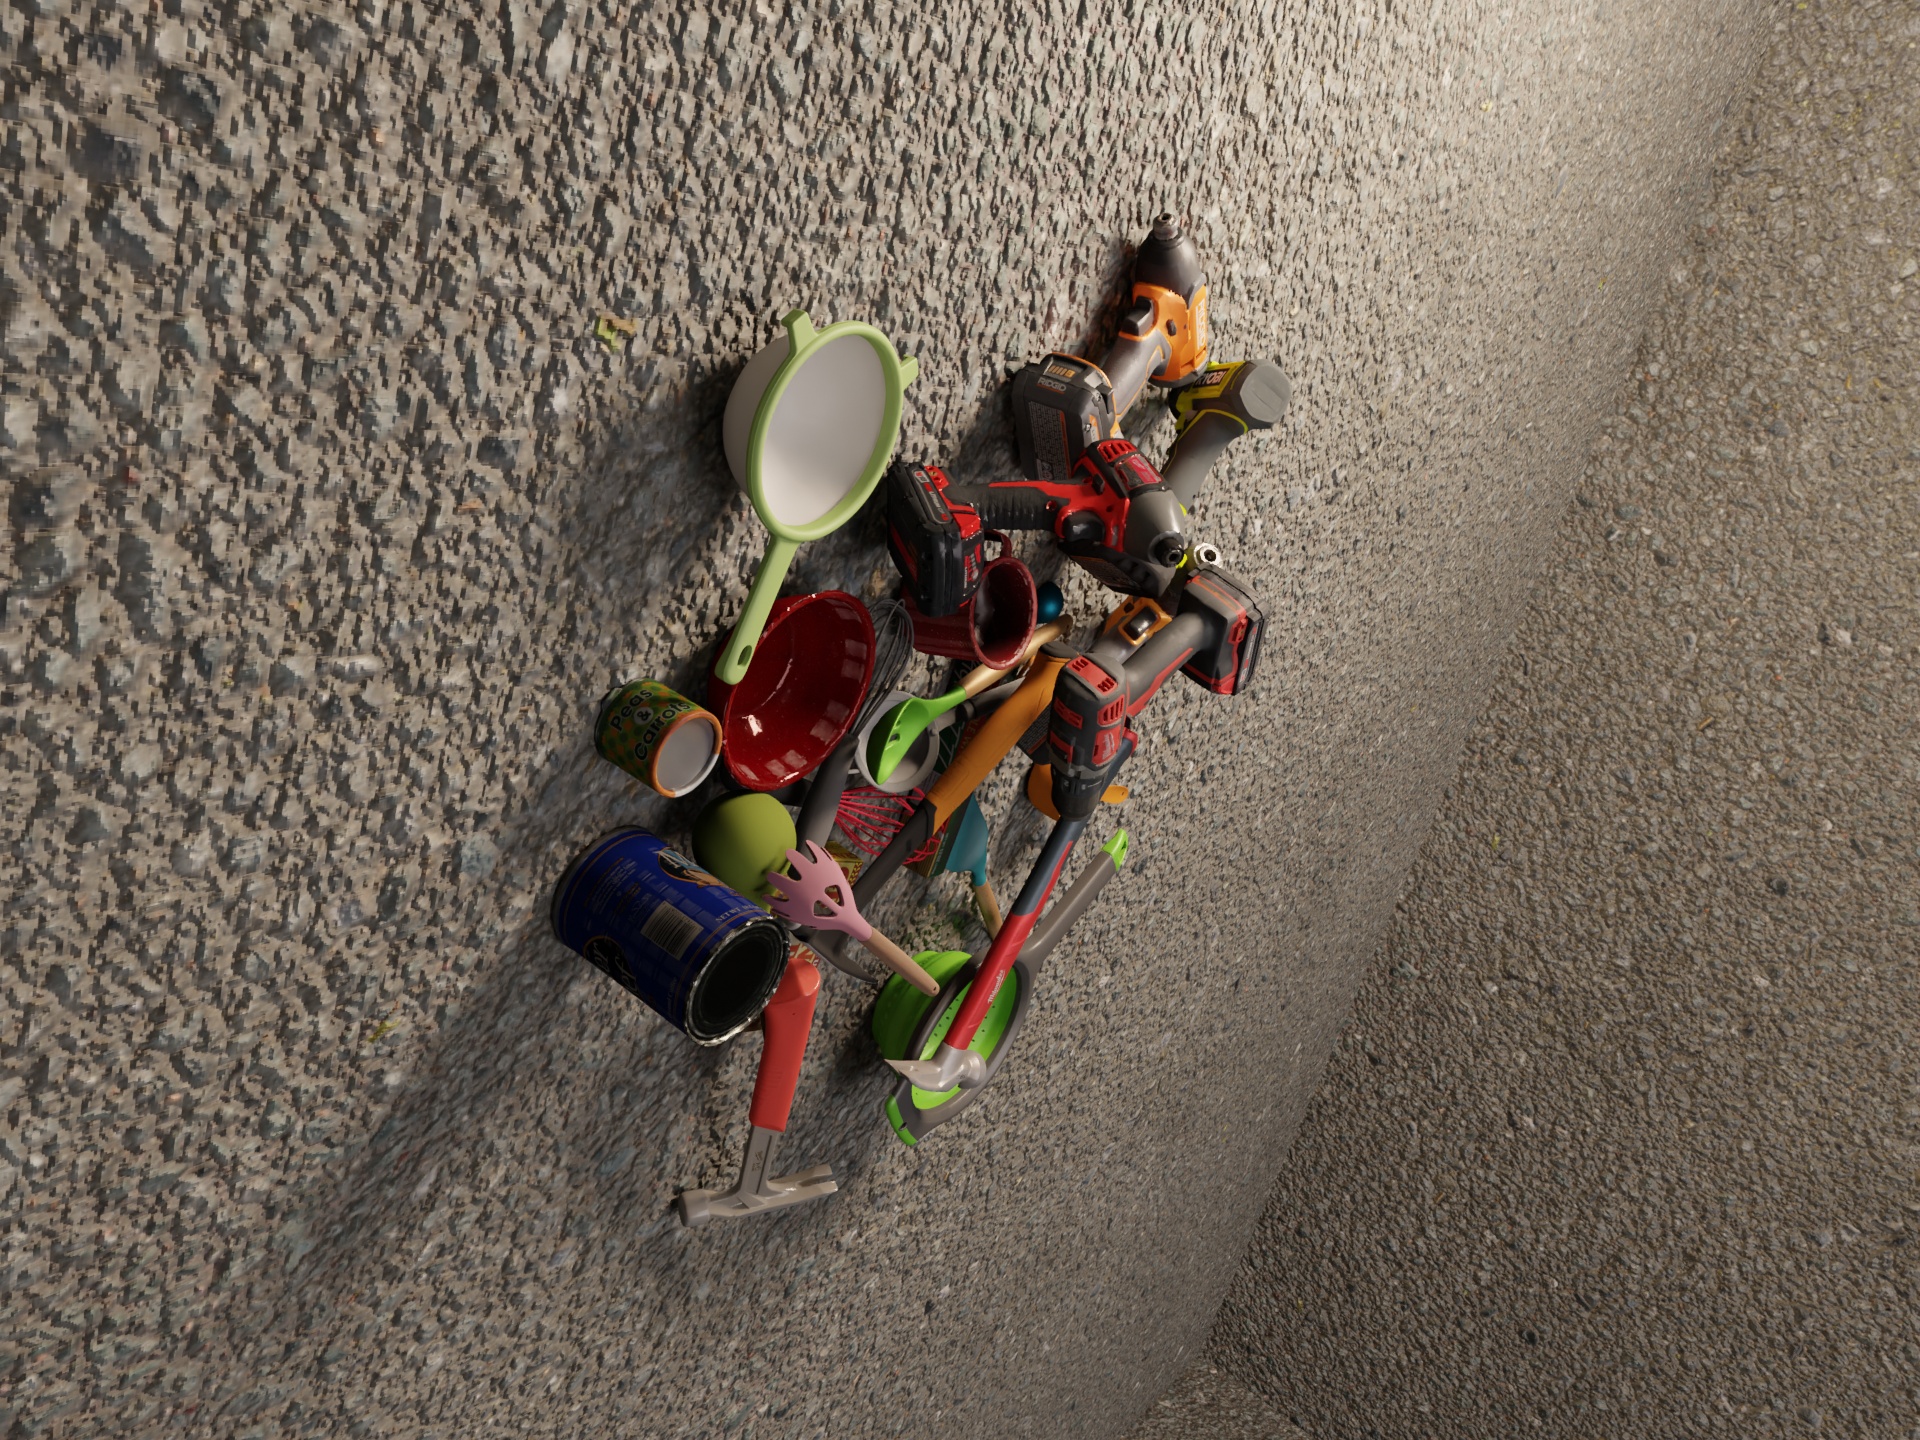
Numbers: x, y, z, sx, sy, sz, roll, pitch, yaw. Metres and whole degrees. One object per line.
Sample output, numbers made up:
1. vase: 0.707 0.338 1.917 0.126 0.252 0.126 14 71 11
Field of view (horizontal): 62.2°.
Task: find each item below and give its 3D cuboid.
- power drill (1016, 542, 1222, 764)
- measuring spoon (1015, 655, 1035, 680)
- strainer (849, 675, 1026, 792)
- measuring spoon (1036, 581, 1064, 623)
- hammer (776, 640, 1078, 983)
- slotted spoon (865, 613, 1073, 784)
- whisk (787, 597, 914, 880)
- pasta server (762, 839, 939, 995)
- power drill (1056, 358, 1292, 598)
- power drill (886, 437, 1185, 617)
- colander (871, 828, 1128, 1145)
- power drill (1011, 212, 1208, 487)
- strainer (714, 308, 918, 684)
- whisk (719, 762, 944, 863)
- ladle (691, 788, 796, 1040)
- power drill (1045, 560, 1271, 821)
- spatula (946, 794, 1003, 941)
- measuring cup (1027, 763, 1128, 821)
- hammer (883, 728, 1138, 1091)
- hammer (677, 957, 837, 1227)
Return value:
1. power drill: 0.151 -0.072 1.519 0.226 0.084 0.185 -42 177 -32
2. measuring spoon: 0.049 -0.040 1.463 0.021 0.011 0.117 -54 180 -21
3. strainer: -0.002 -0.004 1.376 0.258 0.050 0.087 -21 100 -24
4. measuring spoon: 0.059 -0.078 1.485 0.129 0.021 0.042 -50 150 -22
5. hammer: -0.010 0.070 1.347 0.337 0.034 0.127 -50 138 -8
6. slotted spoon: 0.012 -0.031 1.331 0.314 0.031 0.070 -35 148 -48
7. whisk: -0.090 0.013 1.256 0.055 0.055 0.239 33 75 -62
8. pasta server: -0.075 0.175 1.288 0.060 0.040 0.316 -52 152 -9
9. power drill: 0.191 -0.226 1.450 0.080 0.171 0.223 36 86 -20
10. power drill: 0.062 -0.151 1.222 0.219 0.143 0.078 -11 132 -15
11. colander: 0.028 0.246 1.645 0.397 0.095 0.204 -48 147 -22
12. power drill: 0.135 -0.311 1.345 0.226 0.084 0.164 -51 150 -27
13. strainer: -0.129 -0.152 1.066 0.151 0.069 0.256 1 115 -61
14. whisk: -0.101 0.071 1.327 0.295 0.073 0.073 23 95 -56
15. ladle: -0.161 0.179 1.269 0.078 0.062 0.319 -14 137 -15
16. power drill: 0.163 -0.019 1.404 0.227 0.080 0.187 -35 149 -28
17. spatula: 0.015 0.167 1.637 0.082 0.044 0.317 -51 155 -19
18. measuring cup: 0.129 0.065 1.699 0.173 0.052 0.095 13 104 -63
19. hammer: 0.056 0.173 1.495 0.143 0.038 0.386 24 94 -58
20. hammer: -0.153 0.324 1.364 0.149 0.037 0.358 -7 138 -24
